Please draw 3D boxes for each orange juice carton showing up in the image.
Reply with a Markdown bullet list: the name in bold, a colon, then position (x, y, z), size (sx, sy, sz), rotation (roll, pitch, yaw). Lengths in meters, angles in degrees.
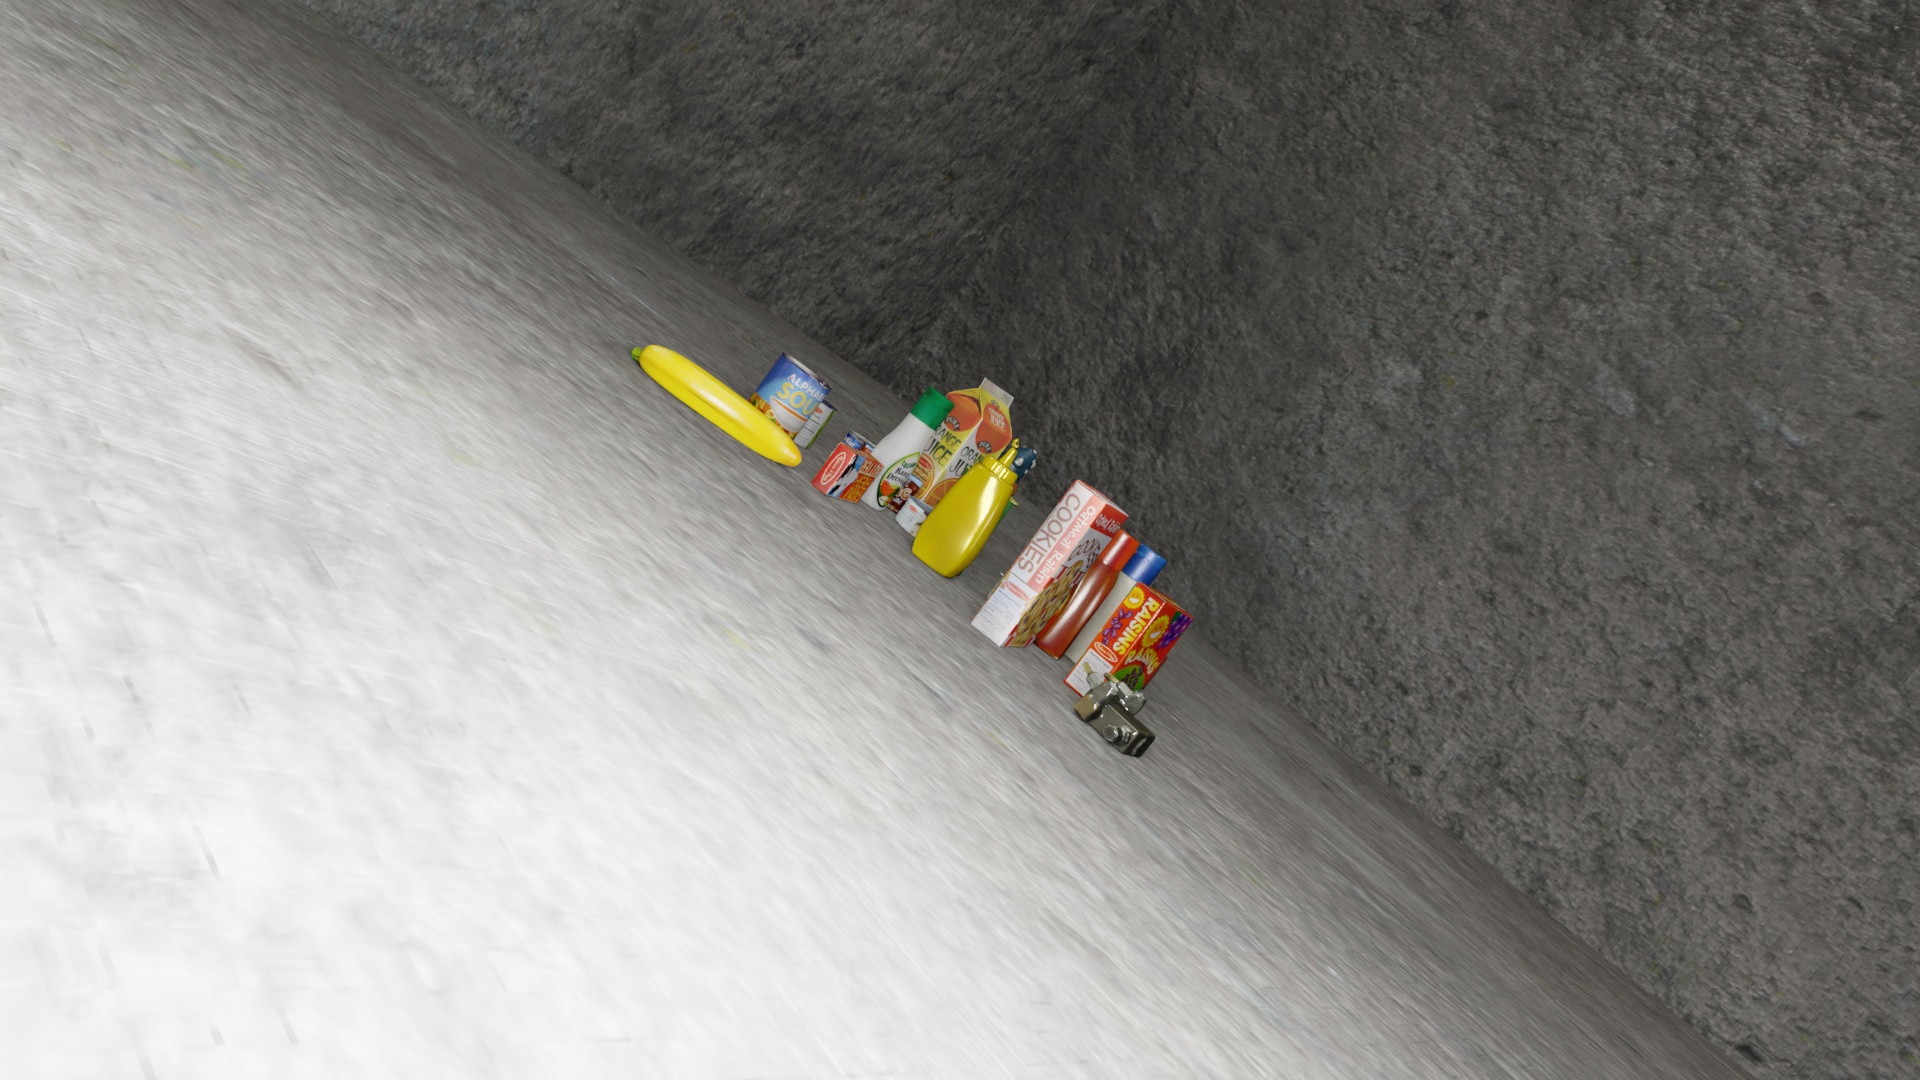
- **orange juice carton**: position (-0.008, -0.112, 1.726), size (0.073, 0.192, 0.071), rotation (41, 7, 38)

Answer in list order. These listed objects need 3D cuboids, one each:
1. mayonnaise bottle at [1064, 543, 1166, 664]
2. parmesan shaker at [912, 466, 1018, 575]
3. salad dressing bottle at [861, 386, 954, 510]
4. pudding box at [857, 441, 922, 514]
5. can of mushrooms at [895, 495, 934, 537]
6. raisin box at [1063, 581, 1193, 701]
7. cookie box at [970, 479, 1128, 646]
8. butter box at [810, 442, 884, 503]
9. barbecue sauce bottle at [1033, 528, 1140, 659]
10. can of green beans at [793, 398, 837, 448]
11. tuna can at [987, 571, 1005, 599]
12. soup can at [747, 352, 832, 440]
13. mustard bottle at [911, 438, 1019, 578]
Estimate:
- **mayonnaise bottle**: position (0.167, 0.072, 1.517), size (0.065, 0.148, 0.041), rotation (41, 7, 39)
- **parmesan shaker**: position (0.005, -0.019, 1.509), size (0.071, 0.103, 0.071), rotation (36, 5, -4)
- **salad dressing bottle**: position (-0.064, -0.104, 1.557), size (0.044, 0.147, 0.064), rotation (39, 6, 26)
- **pudding box**: position (-0.092, -0.073, 1.634), size (0.083, 0.049, 0.030), rotation (35, 6, -15)
- **can of mushrooms**: position (-0.038, -0.018, 1.590), size (0.071, 0.033, 0.071), rotation (36, 6, -4)
- **raisin box**: position (0.165, 0.106, 1.357), size (0.040, 0.123, 0.086), rotation (40, 6, 32)
- **cookie box**: position (0.087, 0.024, 1.329), size (0.040, 0.167, 0.123), rotation (38, 6, 16)
- **butter box**: position (-0.116, -0.069, 1.442), size (0.024, 0.053, 0.103), rotation (38, 6, 13)
- **barbecue sauce bottle**: position (0.129, 0.052, 1.449), size (0.043, 0.148, 0.065), rotation (36, 5, -12)
- **can of green beans**: position (-0.188, -0.149, 1.632), size (0.071, 0.058, 0.071), rotation (36, 6, -4)
- **tuna can**: position (0.062, 0.067, 1.507), size (0.071, 0.033, 0.071), rotation (36, 6, -4)
- **soup can**: position (-0.189, -0.151, 1.513), size (0.071, 0.083, 0.071), rotation (36, 5, -4)
- **mustard bottle**: position (0.016, -0.038, 1.440), size (0.065, 0.160, 0.049), rotation (38, 5, 15)
